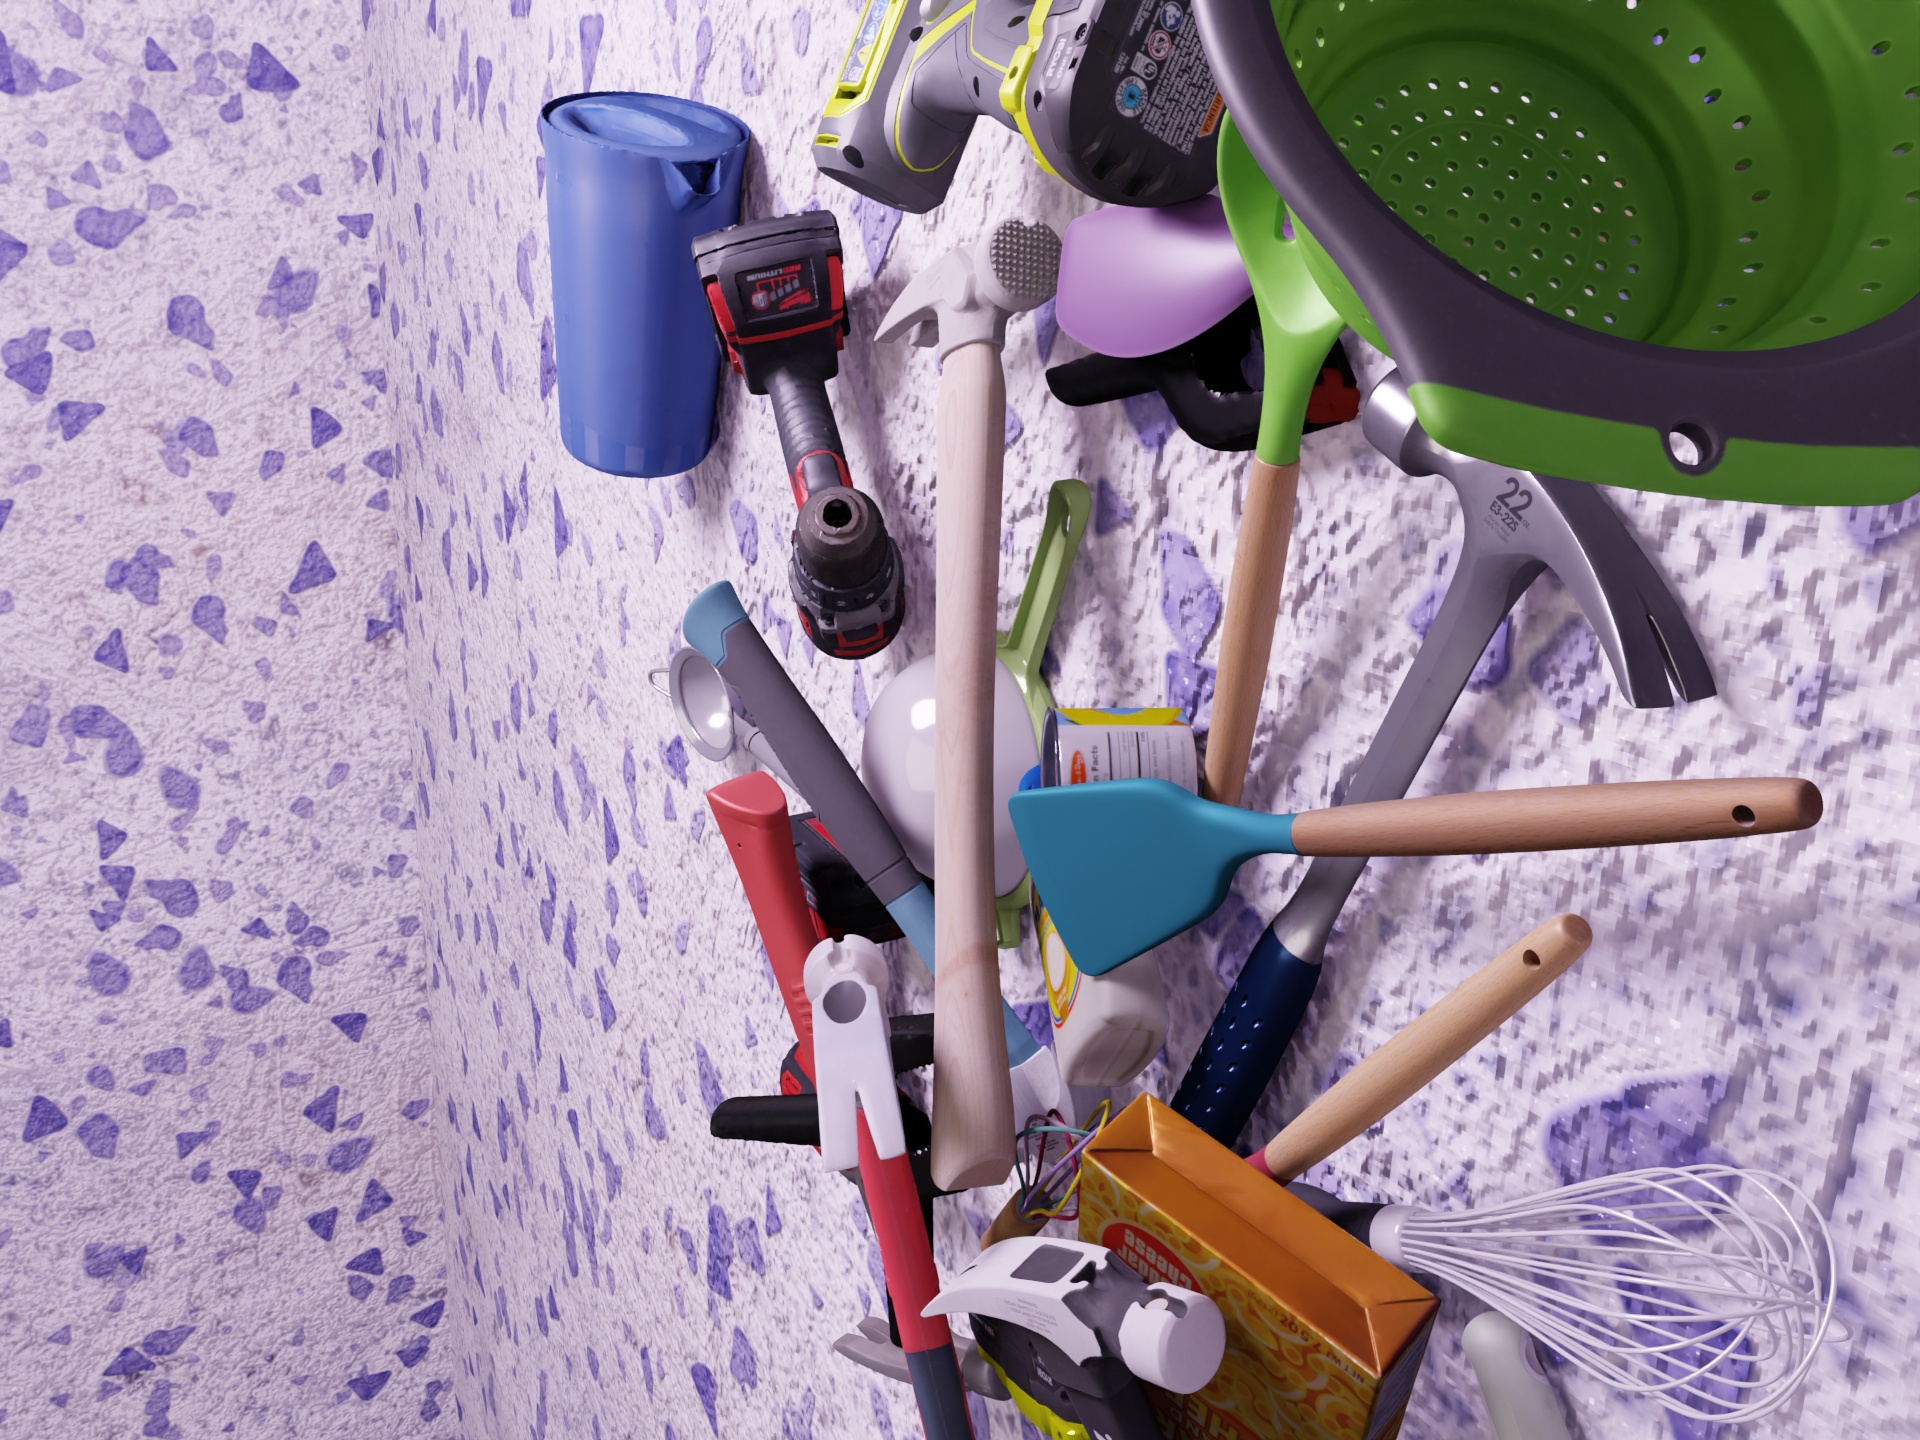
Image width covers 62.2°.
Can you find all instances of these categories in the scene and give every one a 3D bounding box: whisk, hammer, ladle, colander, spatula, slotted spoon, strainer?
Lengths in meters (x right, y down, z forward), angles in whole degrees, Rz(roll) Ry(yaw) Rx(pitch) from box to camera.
[{"bbox_3d":[0.036,0.233,0.769,0.244,0.051,0.047,107,162,-59],"label":"whisk"},{"bbox_3d":[-0.037,0.075,0.794,0.331,0.033,0.128,55,144,2],"label":"hammer"},{"bbox_3d":[0.210,0.313,0.498,0.059,0.057,0.247,-27,63,24],"label":"whisk"},{"bbox_3d":[0.123,0.145,0.559,0.069,0.031,0.315,57,147,22],"label":"ladle"},{"bbox_3d":[0.150,-0.223,0.402,0.094,0.204,0.397,112,163,-73],"label":"colander"},{"bbox_3d":[0.124,0.042,0.520,0.317,0.044,0.082,-14,101,61],"label":"spatula"},{"bbox_3d":[0.171,0.176,0.534,0.284,0.070,0.070,152,109,-66],"label":"whisk"},{"bbox_3d":[-0.071,0.202,0.879,0.149,0.036,0.359,-10,101,49],"label":"hammer"},{"bbox_3d":[0.108,-0.073,0.569,0.070,0.031,0.313,34,139,34],"label":"slotted spoon"},{"bbox_3d":[-0.001,-0.002,0.715,0.146,0.038,0.411,174,97,-67],"label":"hammer"},{"bbox_3d":[0.133,0.080,0.598,0.144,0.035,0.405,57,143,40],"label":"hammer"},{"bbox_3d":[-0.014,0.296,0.733,0.143,0.038,0.386,-108,6,-66],"label":"hammer"},{"bbox_3d":[0.002,-0.010,0.789,0.152,0.069,0.256,59,145,38],"label":"strainer"},{"bbox_3d":[-0.141,0.012,1.100,0.259,0.050,0.086,35,132,48],"label":"strainer"},{"bbox_3d":[0.134,-0.154,0.520,0.316,0.018,0.060,12,98,52],"label":"spatula"},{"bbox_3d":[0.093,0.343,0.613,0.146,0.035,0.334,-6,112,53],"label":"hammer"}]

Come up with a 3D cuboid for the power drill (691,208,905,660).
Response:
[{"bbox_3d":[-0.080,-0.154,0.850,0.188,0.080,0.227,97,159,-78],"label":"power drill"}]

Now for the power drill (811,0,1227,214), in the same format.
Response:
[{"bbox_3d":[0.035,-0.296,0.633,0.229,0.080,0.190,36,105,54],"label":"power drill"}]

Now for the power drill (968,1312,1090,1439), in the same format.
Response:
[{"bbox_3d":[0.068,0.374,0.747,0.171,0.080,0.223,177,84,-67],"label":"power drill"}]

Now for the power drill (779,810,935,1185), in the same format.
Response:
[{"bbox_3d":[-0.060,0.171,0.946,0.143,0.078,0.219,33,127,56],"label":"power drill"}]
